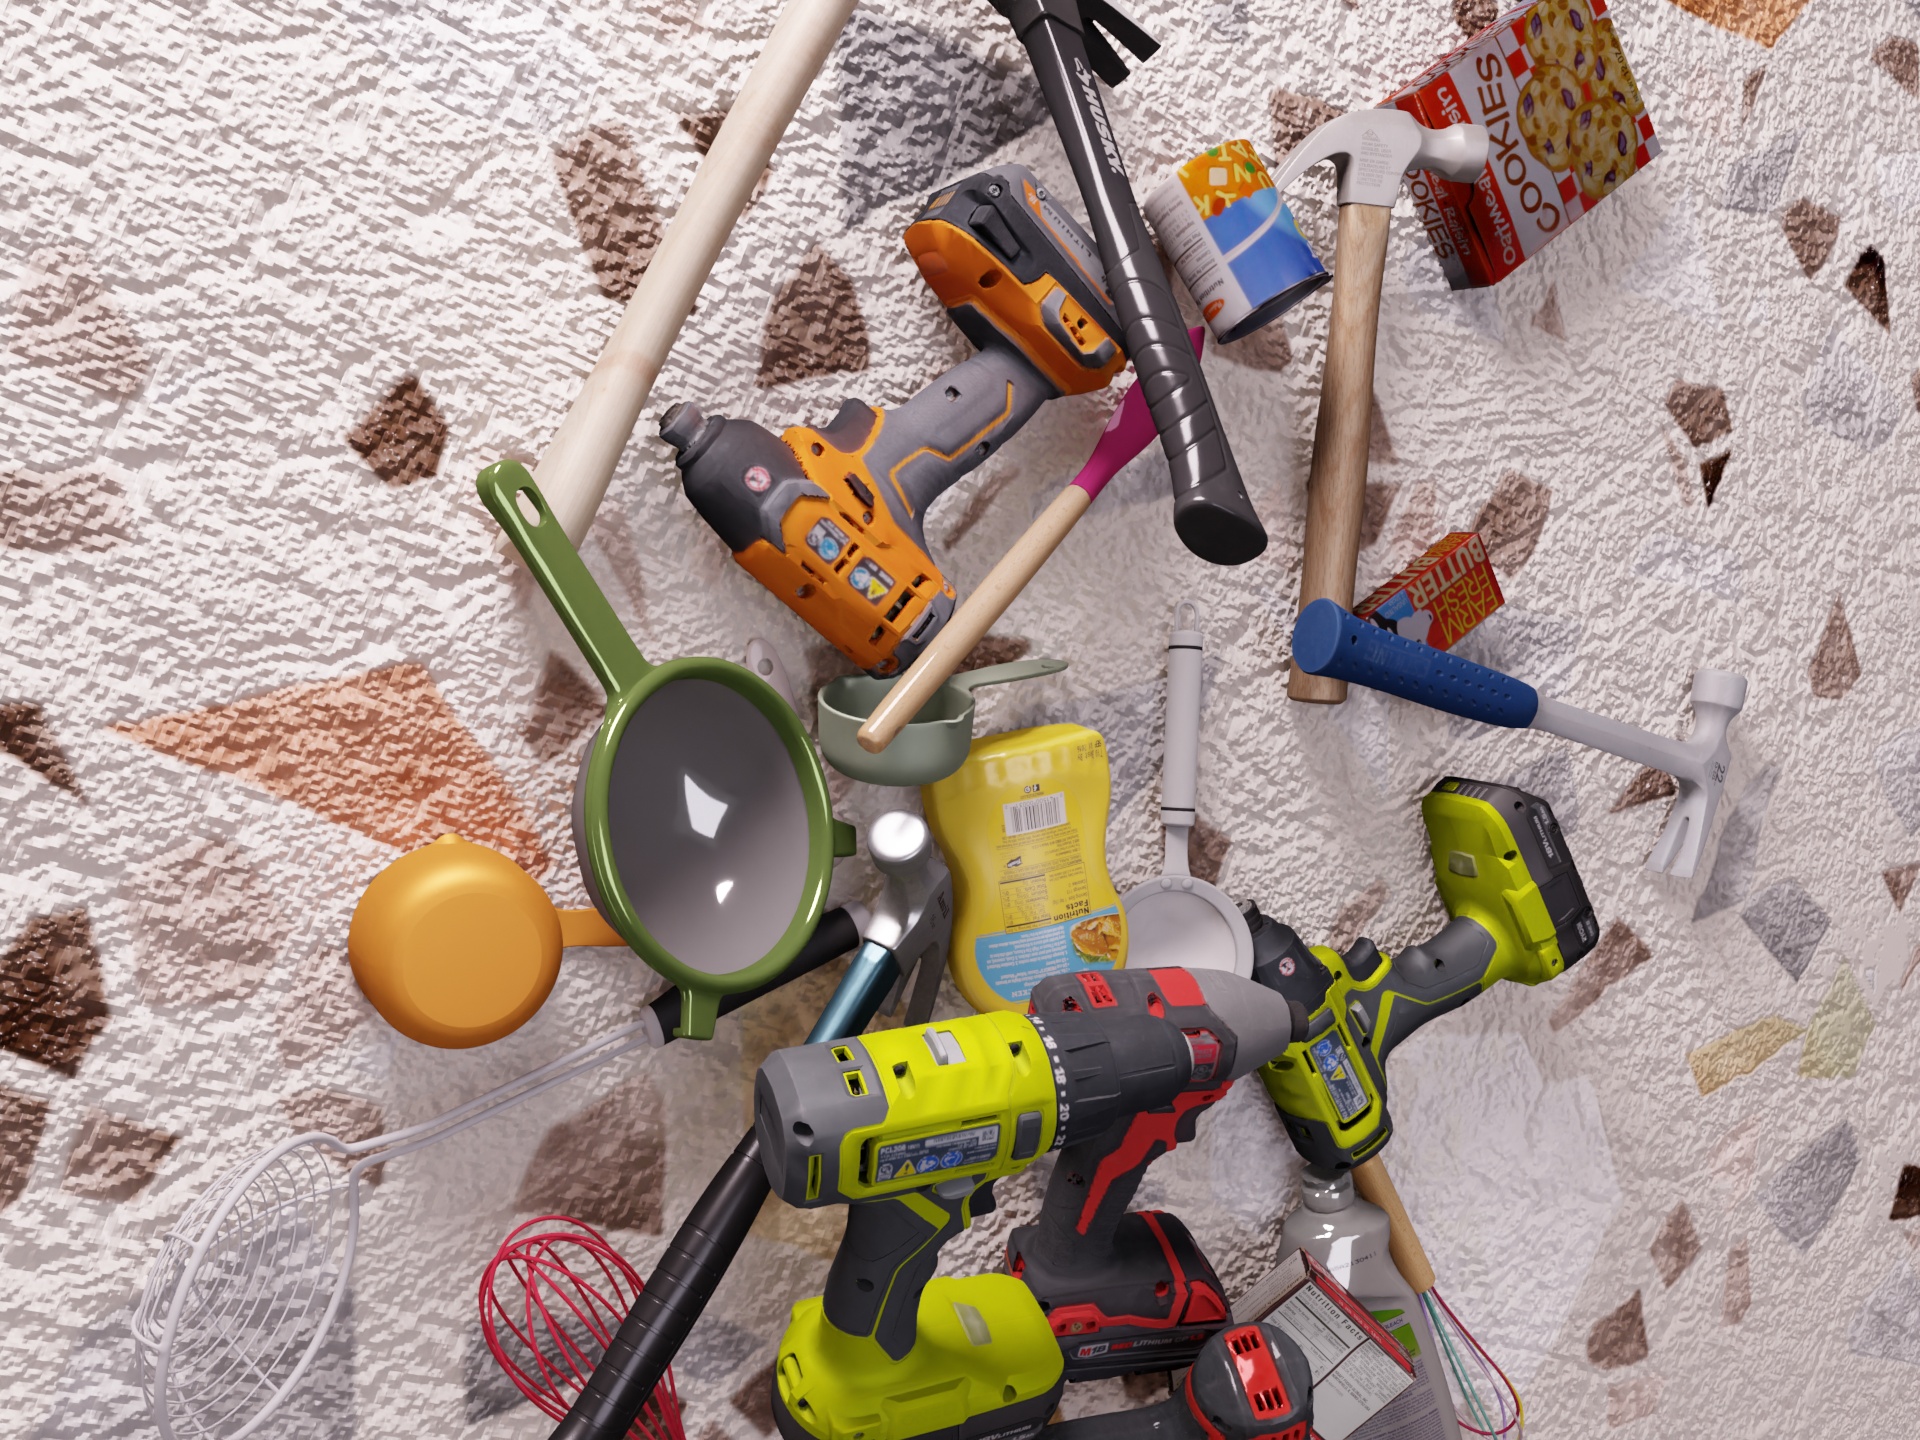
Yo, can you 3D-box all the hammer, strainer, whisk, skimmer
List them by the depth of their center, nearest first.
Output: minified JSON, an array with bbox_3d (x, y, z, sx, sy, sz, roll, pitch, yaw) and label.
[{"bbox_3d":[-0.152,0.007,0.701,0.256,0.069,0.151,62,38,-21],"label":"strainer"},{"bbox_3d":[-0.180,0.184,0.709,0.363,0.090,0.127,-24,138,-26],"label":"skimmer"},{"bbox_3d":[-0.101,-0.252,0.715,0.038,0.146,0.410,28,91,-26],"label":"hammer"},{"bbox_3d":[-0.094,0.202,0.722,0.331,0.033,0.128,-57,155,-25],"label":"hammer"},{"bbox_3d":[0.078,-0.225,0.743,0.146,0.035,0.335,4,63,-47],"label":"hammer"},{"bbox_3d":[-0.143,0.350,0.764,0.073,0.073,0.295,-35,115,-21],"label":"whisk"},{"bbox_3d":[0.121,0.061,0.884,0.087,0.050,0.258,4,87,-8],"label":"strainer"},{"bbox_3d":[0.216,-0.174,0.903,0.130,0.031,0.331,3,98,-10],"label":"hammer"},{"bbox_3d":[0.355,0.000,0.980,0.405,0.035,0.144,14,88,-34],"label":"hammer"},{"bbox_3d":[0.300,0.370,1.005,0.047,0.051,0.245,-24,102,12],"label":"whisk"}]

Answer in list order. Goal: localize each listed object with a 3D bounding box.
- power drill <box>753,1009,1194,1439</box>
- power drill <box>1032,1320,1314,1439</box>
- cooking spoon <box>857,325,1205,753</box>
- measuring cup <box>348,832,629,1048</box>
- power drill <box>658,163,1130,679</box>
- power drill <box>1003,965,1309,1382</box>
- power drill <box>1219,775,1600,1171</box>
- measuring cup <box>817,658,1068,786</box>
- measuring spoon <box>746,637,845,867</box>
[{"bbox_3d":[0.002,0.227,0.714,0.190,0.080,0.228,-5,121,-21],"label":"power drill"},{"bbox_3d":[0.072,0.398,0.823,0.226,0.080,0.187,-13,135,-9],"label":"power drill"},{"bbox_3d":[0.046,-0.095,0.788,0.017,0.068,0.319,30,59,16],"label":"cooking spoon"},{"bbox_3d":[-0.183,0.100,0.720,0.173,0.052,0.095,0,95,-26],"label":"measuring cup"},{"bbox_3d":[-0.028,-0.155,0.765,0.164,0.084,0.226,40,80,-24],"label":"power drill"},{"bbox_3d":[0.098,0.226,0.820,0.143,0.079,0.219,-1,113,-16],"label":"power drill"},{"bbox_3d":[0.259,0.135,0.943,0.223,0.080,0.171,-32,107,-18],"label":"power drill"},{"bbox_3d":[-0.001,-0.003,0.802,0.167,0.083,0.038,-15,116,-46],"label":"measuring cup"},{"bbox_3d":[-0.081,0.019,0.785,0.034,0.018,0.124,-22,104,-24],"label":"measuring spoon"}]
